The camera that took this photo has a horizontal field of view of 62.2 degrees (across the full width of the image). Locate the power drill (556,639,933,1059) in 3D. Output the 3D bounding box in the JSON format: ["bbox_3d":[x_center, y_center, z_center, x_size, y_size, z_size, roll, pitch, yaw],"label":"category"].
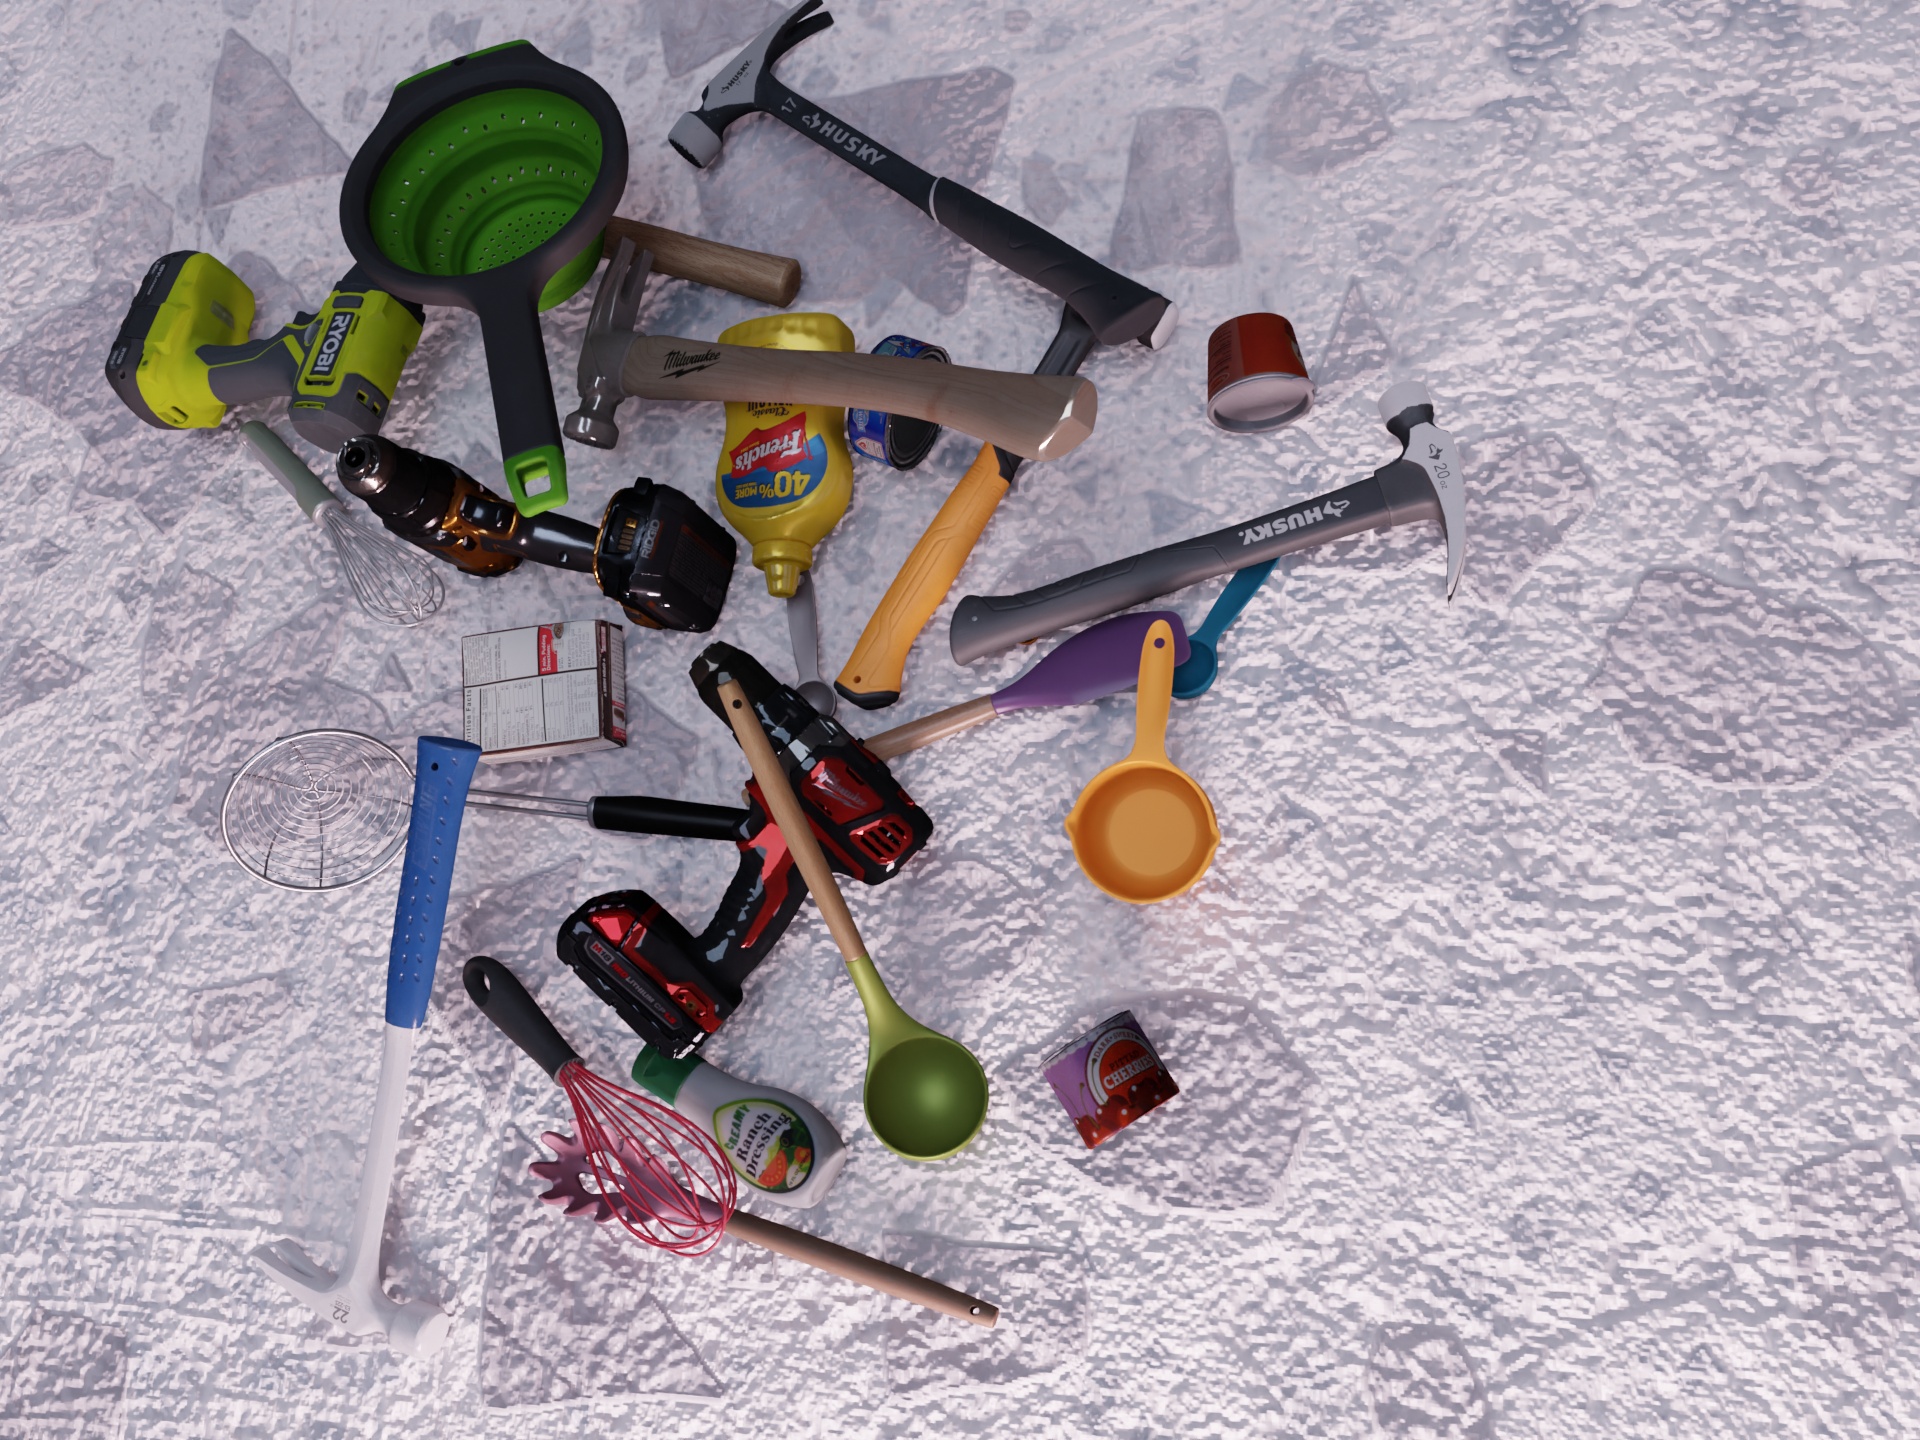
[{"bbox_3d":[-0.154,0.080,1.017,0.226,0.080,0.188,-45,94,1],"label":"power drill"}]

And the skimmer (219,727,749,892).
[{"bbox_3d":[-0.315,0.072,1.077,0.363,0.090,0.127,5,119,12],"label":"skimmer"}]

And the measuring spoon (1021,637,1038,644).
[{"bbox_3d":[0.089,-0.074,1.040,0.117,0.011,0.021,-20,65,7],"label":"measuring spoon"}]

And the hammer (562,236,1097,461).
[{"bbox_3d":[-0.093,-0.229,1.020,0.411,0.038,0.146,14,88,33],"label":"hammer"}]

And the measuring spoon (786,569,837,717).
[{"bbox_3d":[-0.103,-0.051,1.086,0.034,0.018,0.124,-13,70,14],"label":"measuring spoon"}]

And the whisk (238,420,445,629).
[{"bbox_3d":[-0.466,-0.149,1.182,0.059,0.057,0.246,-35,65,-30],"label":"whisk"}]

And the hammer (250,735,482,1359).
[{"bbox_3d":[-0.377,0.210,1.055,0.144,0.035,0.405,13,96,18],"label":"hammer"}]

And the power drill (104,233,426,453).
[{"bbox_3d":[-0.507,-0.286,1.184,0.223,0.080,0.171,6,70,21],"label":"power drill"}]

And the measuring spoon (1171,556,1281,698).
[{"bbox_3d":[0.171,-0.064,1.014,0.042,0.021,0.128,30,79,39],"label":"measuring spoon"}]

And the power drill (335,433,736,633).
[{"bbox_3d":[-0.284,-0.131,1.059,0.226,0.185,0.084,13,82,14],"label":"power drill"}]

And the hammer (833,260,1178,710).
[{"bbox_3d":[0.008,-0.160,1.063,0.127,0.034,0.337,31,89,17],"label":"hammer"}]

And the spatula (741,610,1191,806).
[{"bbox_3d":[-0.002,-0.003,1.043,0.316,0.018,0.060,-21,50,12],"label":"spatula"}]

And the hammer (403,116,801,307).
[{"bbox_3d":[-0.268,-0.362,1.175,0.331,0.031,0.130,18,85,17],"label":"hammer"}]

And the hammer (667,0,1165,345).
[{"bbox_3d":[-0.024,-0.367,1.083,0.409,0.036,0.149,38,89,26],"label":"hammer"}]

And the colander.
[{"bbox_3d":[-0.295,-0.282,1.072,0.204,0.094,0.397,-18,63,3],"label":"colander"}]

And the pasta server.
[{"bbox_3d":[-0.126,0.325,1.008,0.316,0.040,0.060,15,73,16],"label":"pasta server"}]

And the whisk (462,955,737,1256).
[{"bbox_3d":[-0.239,0.236,1.019,0.296,0.073,0.073,34,90,35],"label":"whisk"}]

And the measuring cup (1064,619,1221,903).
[{"bbox_3d":[0.120,0.027,0.986,0.095,0.052,0.174,4,84,15],"label":"measuring cup"}]

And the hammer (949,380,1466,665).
[{"bbox_3d":[0.151,-0.097,0.999,0.335,0.035,0.146,-18,63,12],"label":"hammer"}]

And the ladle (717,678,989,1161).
[{"bbox_3d":[-0.072,0.122,0.963,0.078,0.062,0.320,-27,100,-14],"label":"ladle"}]
